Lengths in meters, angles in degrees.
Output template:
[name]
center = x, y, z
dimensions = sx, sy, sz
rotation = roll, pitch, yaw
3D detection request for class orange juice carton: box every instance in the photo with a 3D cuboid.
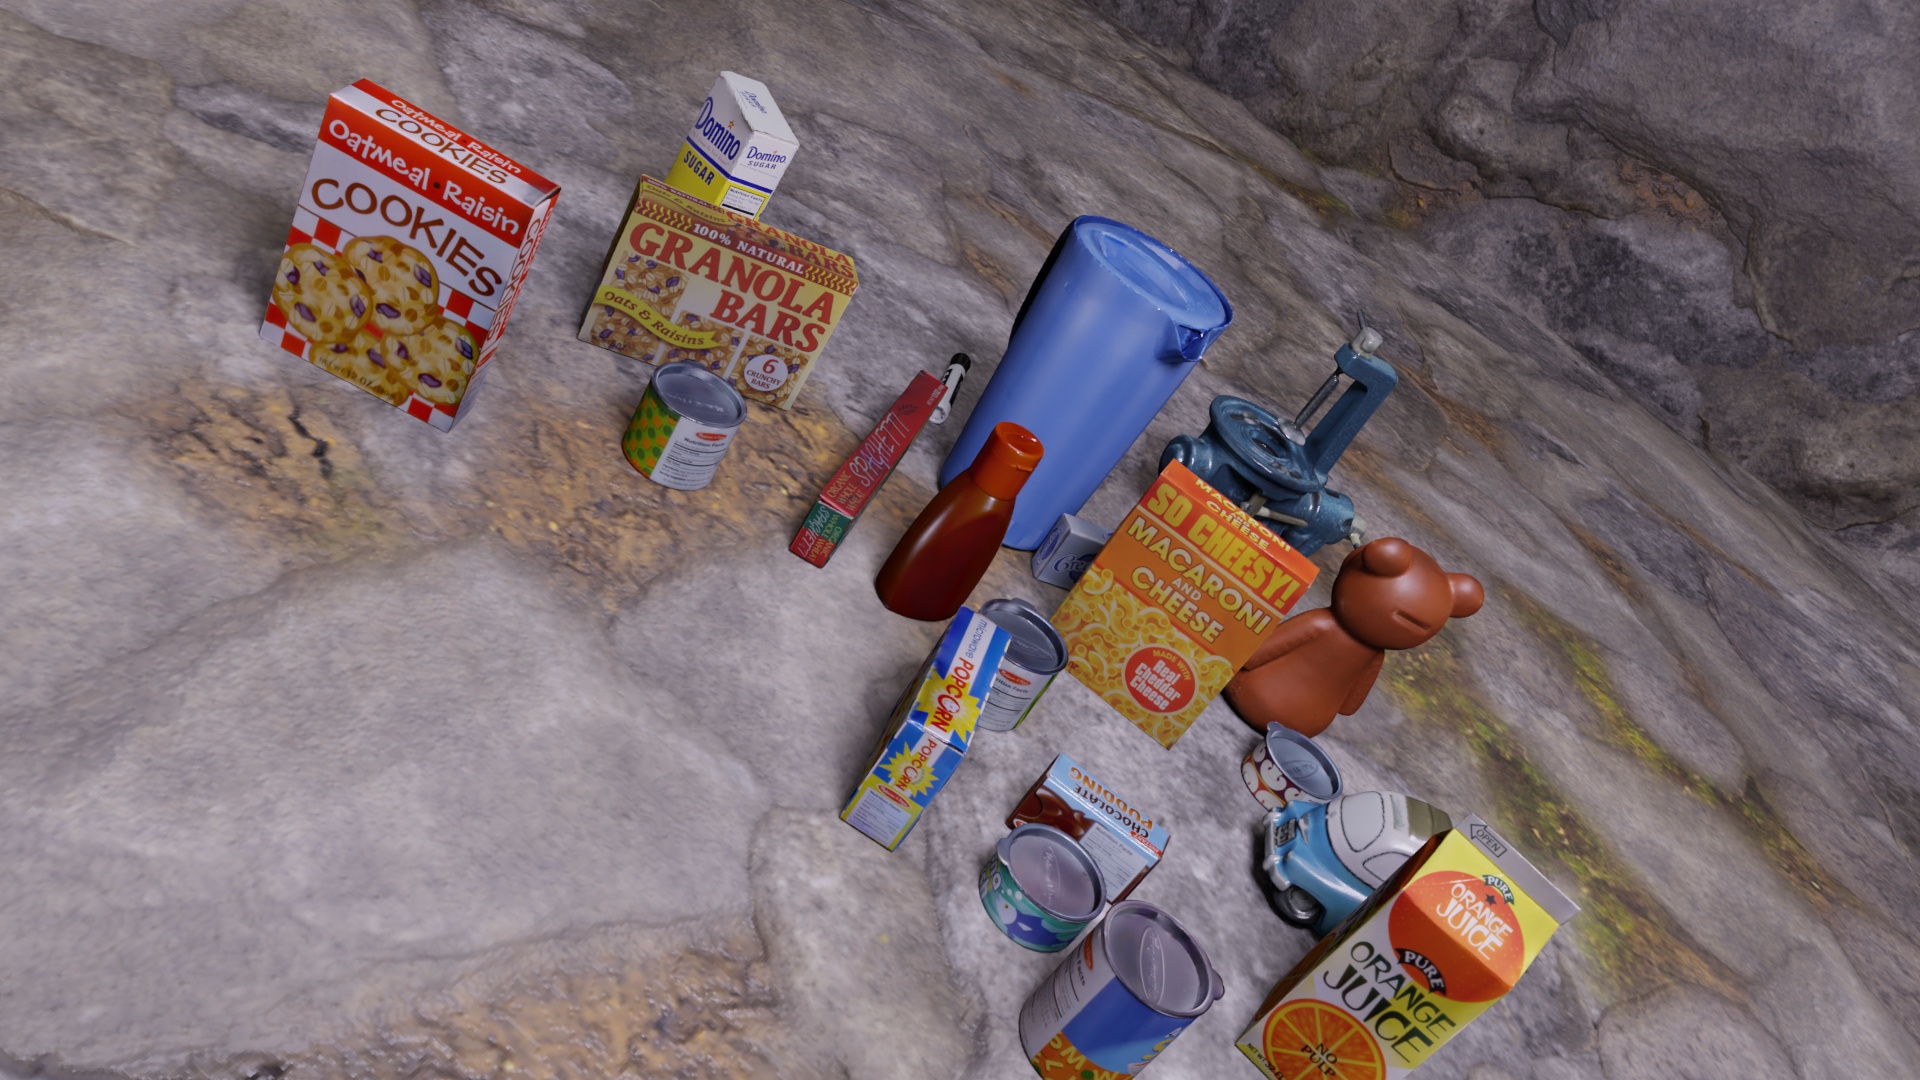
[orange juice carton]
center = 0.243, 0.232, 0.757
dimensions = 0.072, 0.191, 0.073
rotation = 43, 31, 15

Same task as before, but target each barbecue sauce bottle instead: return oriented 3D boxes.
[barbecue sauce bottle]
center = 0.003, -0.012, 0.919
dimensions = 0.065, 0.147, 0.044
rotation = 9, 38, -36

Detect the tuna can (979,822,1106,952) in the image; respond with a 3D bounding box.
[tuna can]
center = 0.044, 0.194, 0.779
dimensions = 0.071, 0.032, 0.071
rotation = 24, 32, -16

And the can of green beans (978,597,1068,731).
[can of green beans]
center = 0.027, 0.081, 0.900
dimensions = 0.071, 0.057, 0.071
rotation = 24, 32, -16

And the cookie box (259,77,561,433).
[cookie box]
center = -0.321, -0.162, 0.808
dimensions = 0.123, 0.166, 0.040
rotation = 29, 30, -9

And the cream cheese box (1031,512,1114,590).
[cream cheese box]
center = 0.111, 0.019, 1.071
dimensions = 0.104, 0.053, 0.024
rotation = 19, 33, -24

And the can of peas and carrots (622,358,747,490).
[can of peas and carrots]
center = -0.184, -0.077, 0.923
dimensions = 0.071, 0.058, 0.071
rotation = 24, 32, -16

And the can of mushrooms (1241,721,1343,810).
[can of mushrooms]
center = 0.237, 0.167, 0.999
dimensions = 0.071, 0.033, 0.071
rotation = 24, 32, -16

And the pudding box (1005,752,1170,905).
[pudding box]
center = 0.076, 0.171, 0.825
dimensions = 0.084, 0.049, 0.030
rotation = 36, 30, 4

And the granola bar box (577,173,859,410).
[granola bar box]
center = -0.176, -0.176, 1.008
dimensions = 0.165, 0.123, 0.039
rotation = 18, 34, -25

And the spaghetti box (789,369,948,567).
[spaghetti box]
center = -0.063, -0.059, 1.020
dimensions = 0.029, 0.050, 0.251
rotation = 33, 30, -2

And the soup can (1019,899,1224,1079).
[soup can]
center = 0.081, 0.236, 0.705
dimensions = 0.071, 0.083, 0.072
rotation = 24, 32, -16

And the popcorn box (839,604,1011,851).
[popcorn box]
center = -0.017, 0.104, 0.797
dimensions = 0.038, 0.084, 0.127
rotation = 32, 30, -3

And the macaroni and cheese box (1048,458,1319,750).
[macaroni and cheese box]
center = 0.145, 0.045, 0.955
dimensions = 0.124, 0.165, 0.040
rotation = 38, 30, 7
